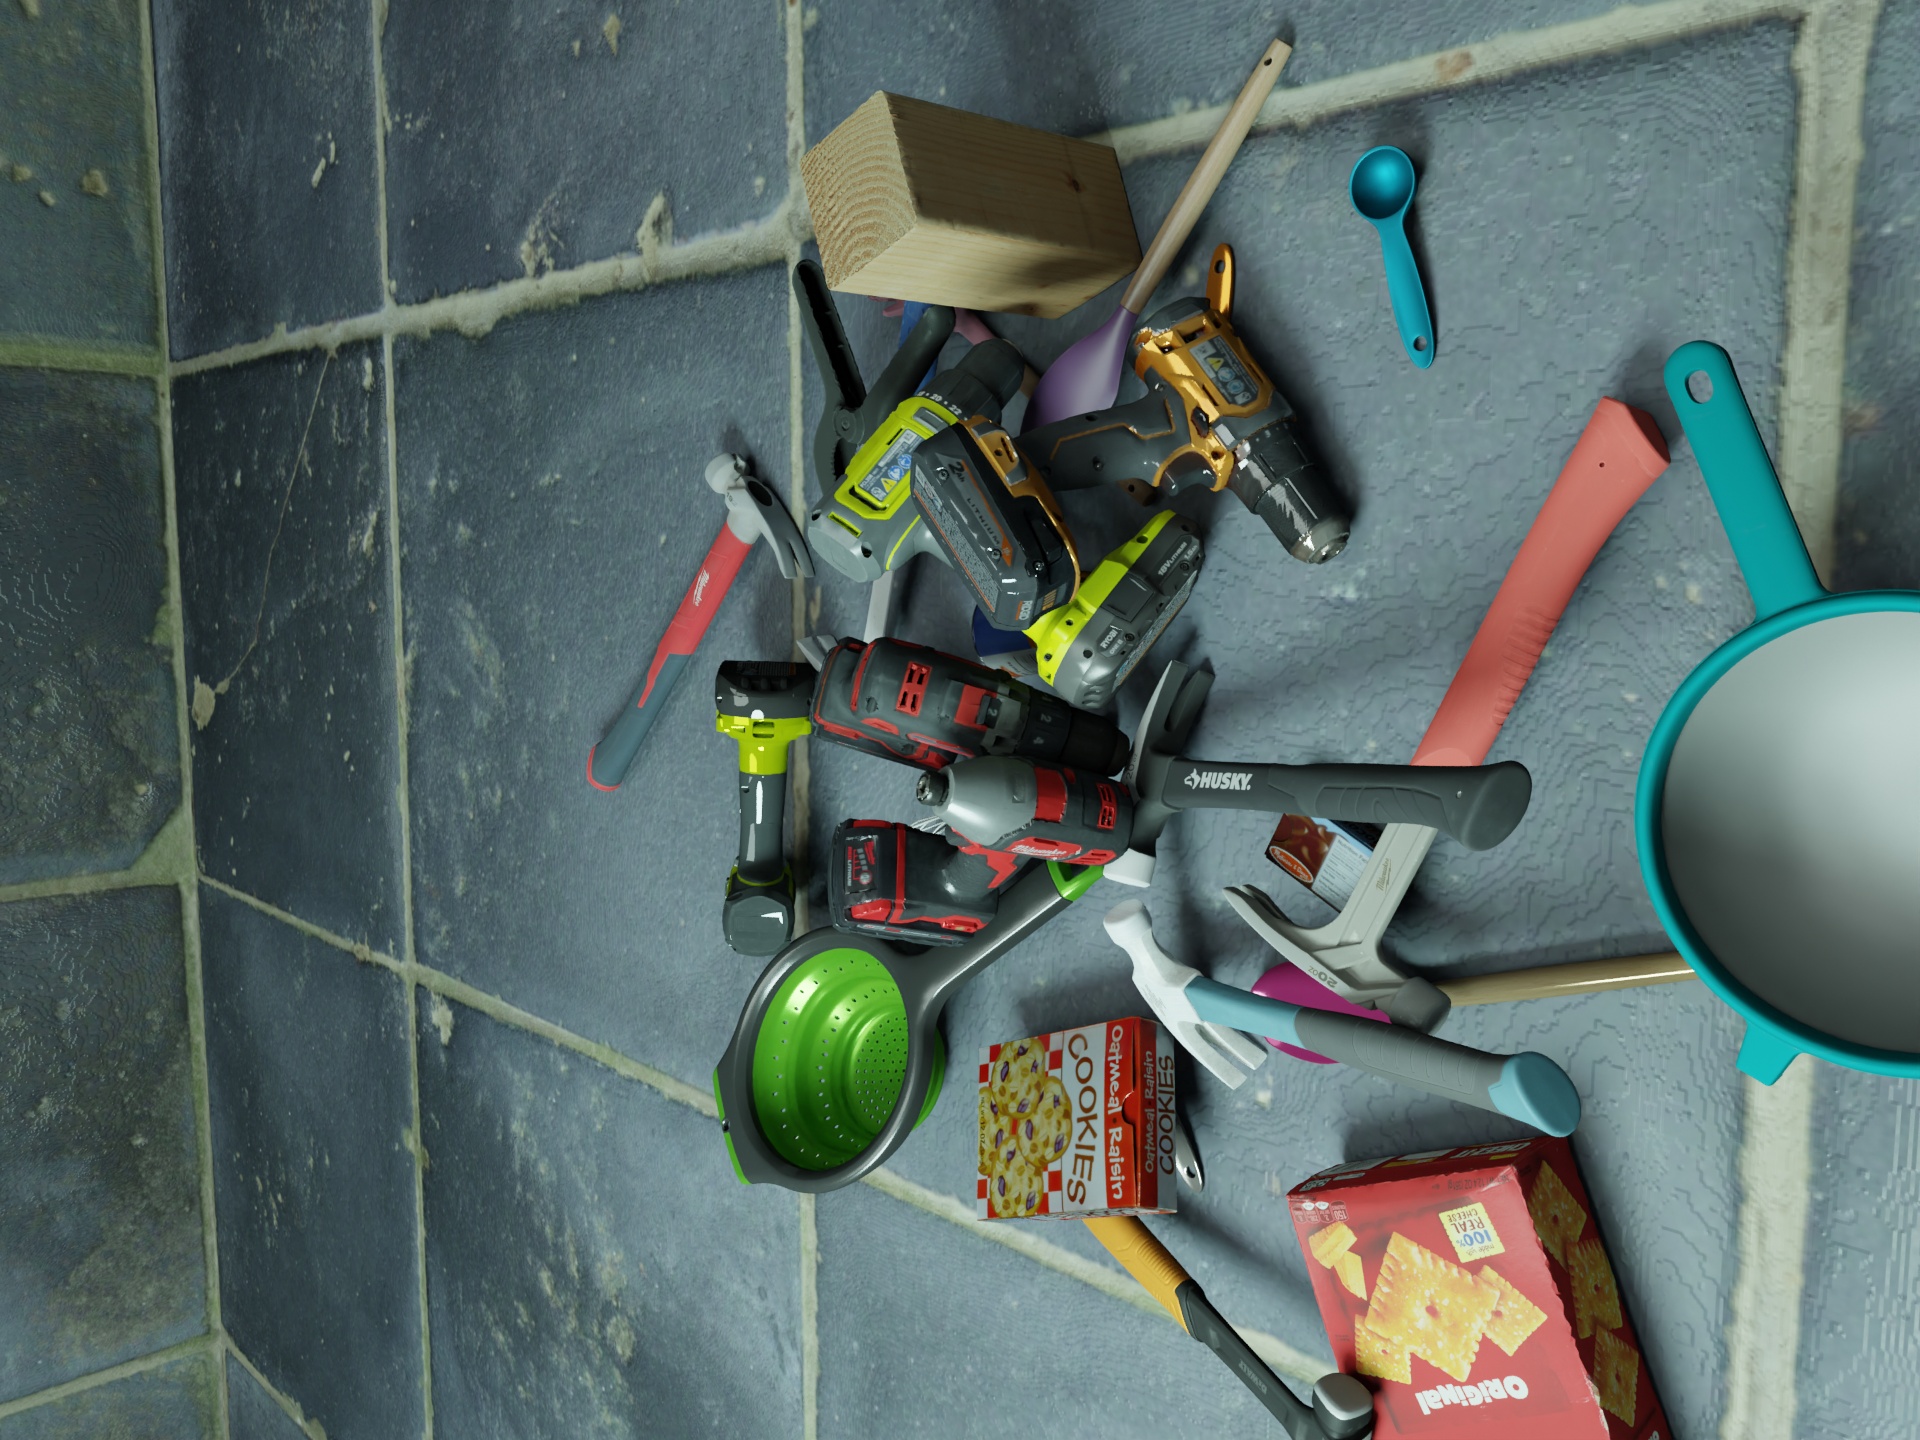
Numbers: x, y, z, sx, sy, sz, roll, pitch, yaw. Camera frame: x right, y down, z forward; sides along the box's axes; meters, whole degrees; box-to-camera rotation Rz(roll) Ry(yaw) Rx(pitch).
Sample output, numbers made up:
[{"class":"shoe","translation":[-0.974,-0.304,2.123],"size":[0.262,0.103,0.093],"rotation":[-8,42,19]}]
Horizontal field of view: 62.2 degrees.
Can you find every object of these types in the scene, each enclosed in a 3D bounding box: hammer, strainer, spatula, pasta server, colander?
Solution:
[{"class":"hammer","translation":[-0.255,-0.055,1.464],"size":[0.143,0.038,0.386],"rotation":[55,130,25]},{"class":"strainer","translation":[0.406,-0.014,0.723],"size":[0.211,0.095,0.340],"rotation":[-27,75,43]},{"class":"hammer","translation":[0.140,0.380,1.051],"size":[0.337,0.034,0.127],"rotation":[39,132,51]},{"class":"spatula","translation":[0.122,-0.291,1.034],"size":[0.060,0.018,0.315],"rotation":[44,120,23]},{"class":"hammer","translation":[0.275,-0.009,0.879],"size":[0.149,0.036,0.359],"rotation":[37,114,37]},{"class":"hammer","translation":[0.210,0.180,0.917],"size":[0.331,0.033,0.128],"rotation":[3,128,60]},{"class":"hammer","translation":[-0.050,-0.187,1.201],"size":[0.144,0.035,0.405],"rotation":[35,126,40]},{"class":"hammer","translation":[0.191,0.034,0.907],"size":[0.335,0.035,0.146],"rotation":[-1,72,64]},{"class":"pasta server","translation":[0.033,-0.251,1.137],"size":[0.316,0.040,0.060],"rotation":[50,134,29]},{"class":"colander","translation":[-0.022,0.221,1.221],"size":[0.397,0.094,0.205],"rotation":[-40,51,22]}]

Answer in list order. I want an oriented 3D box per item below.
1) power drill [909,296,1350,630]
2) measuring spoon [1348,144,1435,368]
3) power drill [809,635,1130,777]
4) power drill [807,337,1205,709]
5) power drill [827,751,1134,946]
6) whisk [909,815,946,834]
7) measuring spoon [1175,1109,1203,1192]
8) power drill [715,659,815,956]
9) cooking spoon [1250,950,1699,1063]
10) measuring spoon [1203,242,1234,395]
[{"class":"power drill","translation":[0.106,-0.137,0.955],"size":[0.185,0.226,0.084],"rotation":[58,166,16]},{"class":"measuring spoon","translation":[0.257,-0.266,0.917],"size":[0.042,0.021,0.128],"rotation":[-10,96,46]},{"class":"power drill","translation":[-0.002,-0.004,1.101],"size":[0.227,0.187,0.080],"rotation":[-178,105,-73]},{"class":"power drill","translation":[0.041,-0.133,1.034],"size":[0.228,0.190,0.080],"rotation":[36,164,11]},{"class":"power drill","translation":[0.000,0.082,1.058],"size":[0.219,0.143,0.079],"rotation":[-36,48,53]},{"class":"whisk","translation":[0.028,0.064,1.177],"size":[0.059,0.058,0.246],"rotation":[44,129,-9]},{"class":"measuring spoon","translation":[0.144,0.264,1.097],"size":[0.034,0.018,0.124],"rotation":[-28,81,47]},{"class":"power drill","translation":[-0.165,0.066,1.323],"size":[0.171,0.080,0.223],"rotation":[-124,37,-79]},{"class":"cooking spoon","translation":[0.296,0.156,0.916],"size":[0.319,0.017,0.069],"rotation":[-19,89,47]},{"class":"measuring spoon","translation":[0.161,-0.246,1.019],"size":[0.021,0.011,0.117],"rotation":[16,106,45]}]
